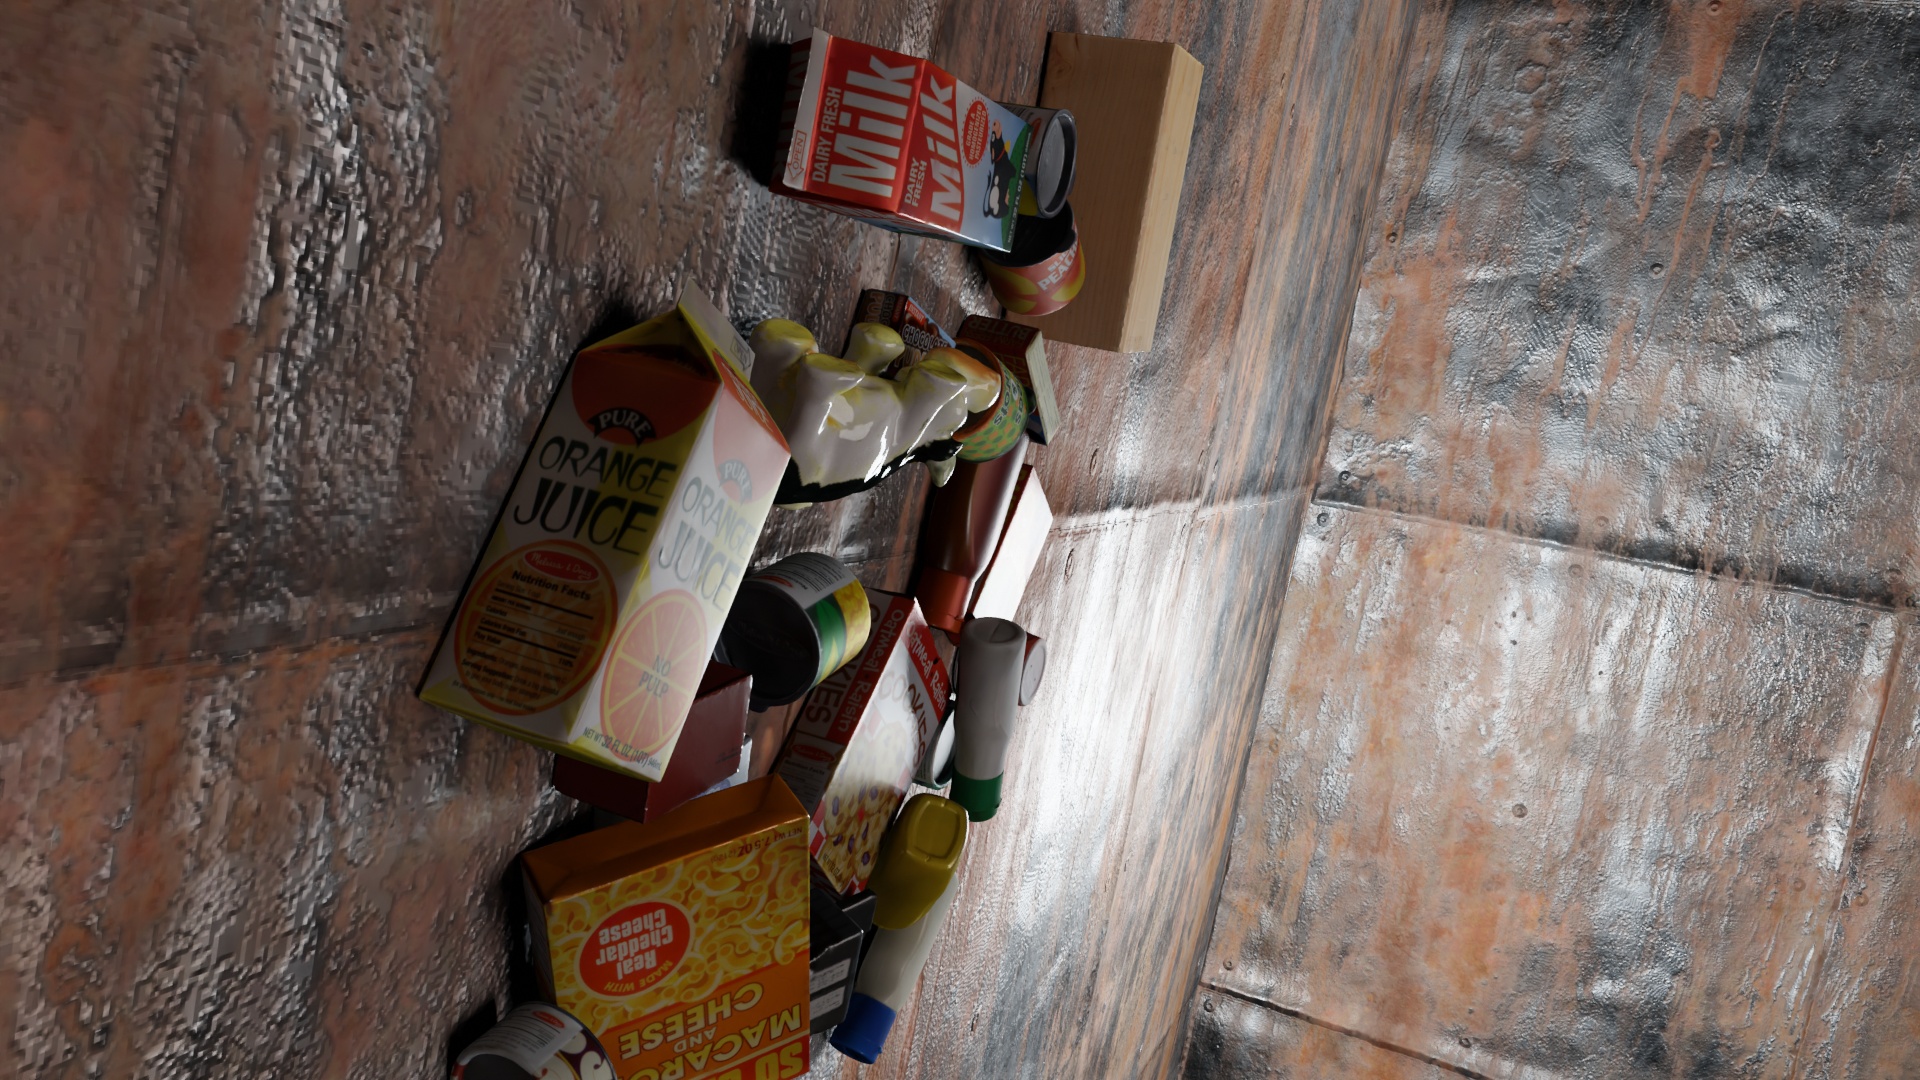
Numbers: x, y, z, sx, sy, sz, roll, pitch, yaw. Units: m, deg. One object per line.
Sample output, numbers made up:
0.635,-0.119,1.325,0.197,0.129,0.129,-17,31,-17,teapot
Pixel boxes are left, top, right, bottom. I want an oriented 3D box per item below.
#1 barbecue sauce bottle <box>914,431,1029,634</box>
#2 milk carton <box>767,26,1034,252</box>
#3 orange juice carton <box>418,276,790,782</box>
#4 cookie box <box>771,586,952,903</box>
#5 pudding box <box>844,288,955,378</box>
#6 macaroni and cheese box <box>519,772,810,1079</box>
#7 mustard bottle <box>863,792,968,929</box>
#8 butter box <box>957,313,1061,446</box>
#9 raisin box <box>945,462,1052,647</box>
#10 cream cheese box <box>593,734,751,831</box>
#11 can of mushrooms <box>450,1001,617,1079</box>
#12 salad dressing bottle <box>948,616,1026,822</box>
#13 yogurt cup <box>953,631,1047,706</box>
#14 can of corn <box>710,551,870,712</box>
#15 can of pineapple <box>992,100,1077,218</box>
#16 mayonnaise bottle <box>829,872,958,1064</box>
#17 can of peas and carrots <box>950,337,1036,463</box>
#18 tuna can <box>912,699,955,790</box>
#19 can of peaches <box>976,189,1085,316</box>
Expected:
0.003,-0.012,0.945,0.065,0.044,0.148,29,76,-60,barbecue sauce bottle
-0.034,-0.195,0.692,0.191,0.073,0.072,-8,111,-67,milk carton
-0.131,-0.008,0.562,0.071,0.073,0.193,54,53,-63,orange juice carton
-0.062,0.131,0.871,0.122,0.040,0.168,72,37,-54,cookie box
-0.034,-0.108,0.806,0.083,0.030,0.050,34,71,-68,pudding box
-0.133,0.202,0.655,0.124,0.040,0.165,-14,122,-28,macaroni and cheese box
-0.037,0.230,0.951,0.159,0.049,0.066,116,-4,-51,mustard bottle
0.034,-0.109,0.950,0.024,0.053,0.103,-62,155,-26,butter box
0.023,0.012,1.018,0.124,0.040,0.086,-66,156,-21,raisin box
-0.142,0.137,0.693,0.104,0.024,0.053,-31,131,-62,cream cheese box
-0.182,0.237,0.594,0.033,0.071,0.070,-32,132,-61,can of mushrooms
0.016,0.127,0.970,0.064,0.044,0.147,-57,155,-63,salad dressing bottle
0.032,0.095,1.072,0.072,0.054,0.072,13,91,-68,yogurt cup
-0.088,0.046,0.716,0.058,0.071,0.071,-33,133,-62,can of corn
0.034,-0.236,0.862,0.071,0.058,0.071,13,91,-69,can of pineapple
-0.048,0.306,1.019,0.064,0.041,0.149,85,28,-55,mayonnaise bottle
0.006,-0.087,0.865,0.058,0.071,0.071,31,74,-68,can of peas and carrots
-0.020,0.144,0.998,0.071,0.033,0.071,13,91,-69,tuna can
0.048,-0.188,0.909,0.058,0.071,0.071,63,45,-62,can of peaches
